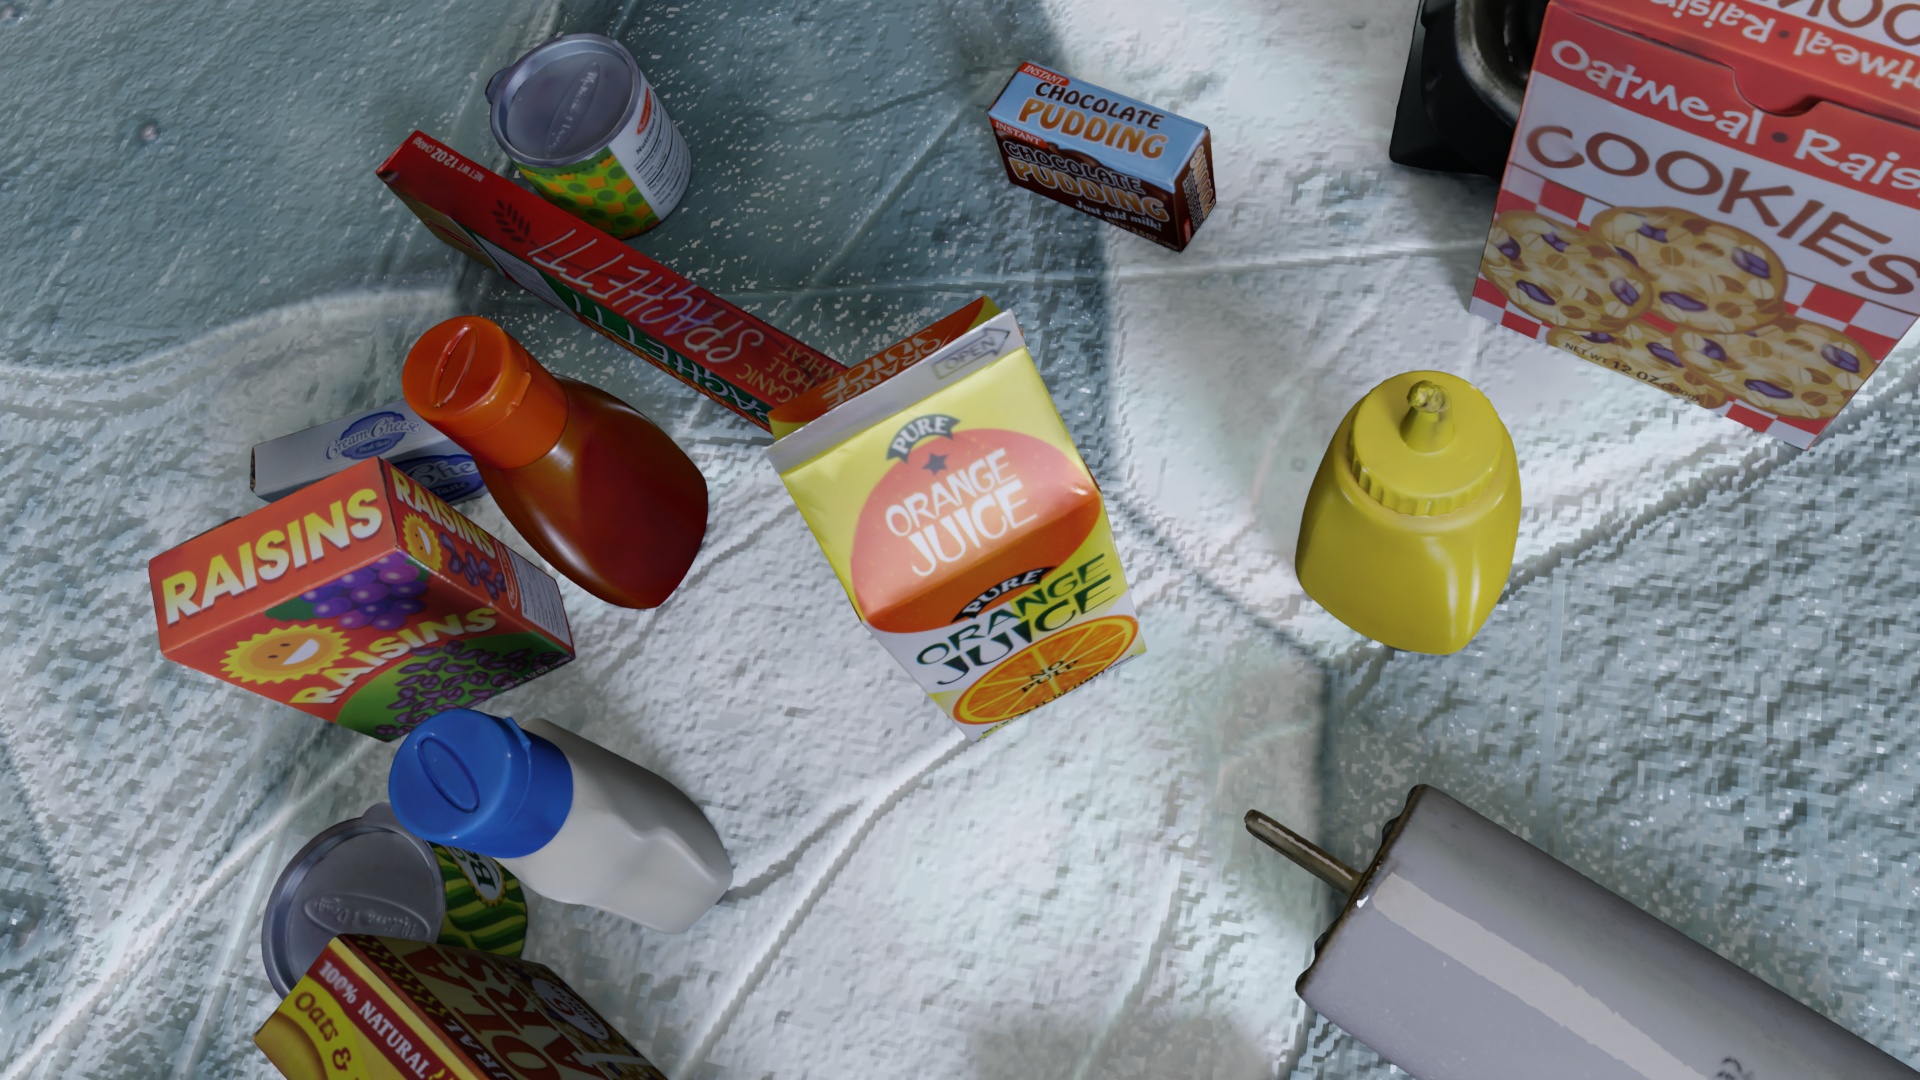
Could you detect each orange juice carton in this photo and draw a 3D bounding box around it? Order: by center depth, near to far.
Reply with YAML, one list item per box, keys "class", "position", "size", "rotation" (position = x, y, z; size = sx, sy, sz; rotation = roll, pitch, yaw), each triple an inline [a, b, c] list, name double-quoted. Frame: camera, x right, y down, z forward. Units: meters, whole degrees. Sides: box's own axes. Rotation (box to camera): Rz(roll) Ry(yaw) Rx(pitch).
- class: "orange juice carton"
  position: [0.001, -0.005, 0.420]
  size: [0.072, 0.192, 0.073]
  rotation: [-28, 66, 1]

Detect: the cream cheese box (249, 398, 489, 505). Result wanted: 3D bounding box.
- class: "cream cheese box"
  position: [-0.220, -0.032, 0.555]
  size: [0.104, 0.053, 0.024]
  rotation: [-16, 67, 6]

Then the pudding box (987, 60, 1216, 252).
- class: "pudding box"
  position: [0.056, -0.151, 0.544]
  size: [0.084, 0.049, 0.030]
  rotation: [28, 78, 21]

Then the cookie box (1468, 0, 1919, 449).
- class: "cookie box"
  position: [0.230, -0.100, 0.422]
  size: [0.123, 0.167, 0.040]
  rotation: [29, 78, 21]

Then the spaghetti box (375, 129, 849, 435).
- class: "spaghetti box"
  position: [-0.135, -0.097, 0.564]
  size: [0.250, 0.050, 0.029]
  rotation: [30, 78, 21]

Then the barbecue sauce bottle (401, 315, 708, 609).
- class: "barbecue sauce bottle"
  position: [-0.136, -0.027, 0.482]
  size: [0.044, 0.148, 0.065]
  rotation: [12, 73, 16]

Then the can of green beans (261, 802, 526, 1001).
- class: "can of green beans"
  position: [-0.194, 0.134, 0.482]
  size: [0.071, 0.057, 0.071]
  rotation: [-4, 68, 11]

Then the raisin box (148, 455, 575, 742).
- class: "raisin box"
  position: [-0.204, 0.025, 0.491]
  size: [0.086, 0.123, 0.040]
  rotation: [-23, 66, 3]

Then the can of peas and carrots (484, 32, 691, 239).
- class: "can of peas and carrots"
  position: [-0.158, -0.171, 0.593]
  size: [0.071, 0.058, 0.071]
  rotation: [-4, 68, 11]

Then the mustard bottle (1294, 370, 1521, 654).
- class: "mustard bottle"
  position: [0.135, -0.011, 0.411]
  size: [0.065, 0.159, 0.049]
  rotation: [25, 77, 20]

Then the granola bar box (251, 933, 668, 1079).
- class: "granola bar box"
  position: [-0.108, 0.185, 0.407]
  size: [0.166, 0.124, 0.039]
  rotation: [34, 80, 22]

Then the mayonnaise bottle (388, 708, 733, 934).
- class: "mayonnaise bottle"
  position: [-0.122, 0.087, 0.435]
  size: [0.041, 0.147, 0.065]
  rotation: [-44, 67, -6]
